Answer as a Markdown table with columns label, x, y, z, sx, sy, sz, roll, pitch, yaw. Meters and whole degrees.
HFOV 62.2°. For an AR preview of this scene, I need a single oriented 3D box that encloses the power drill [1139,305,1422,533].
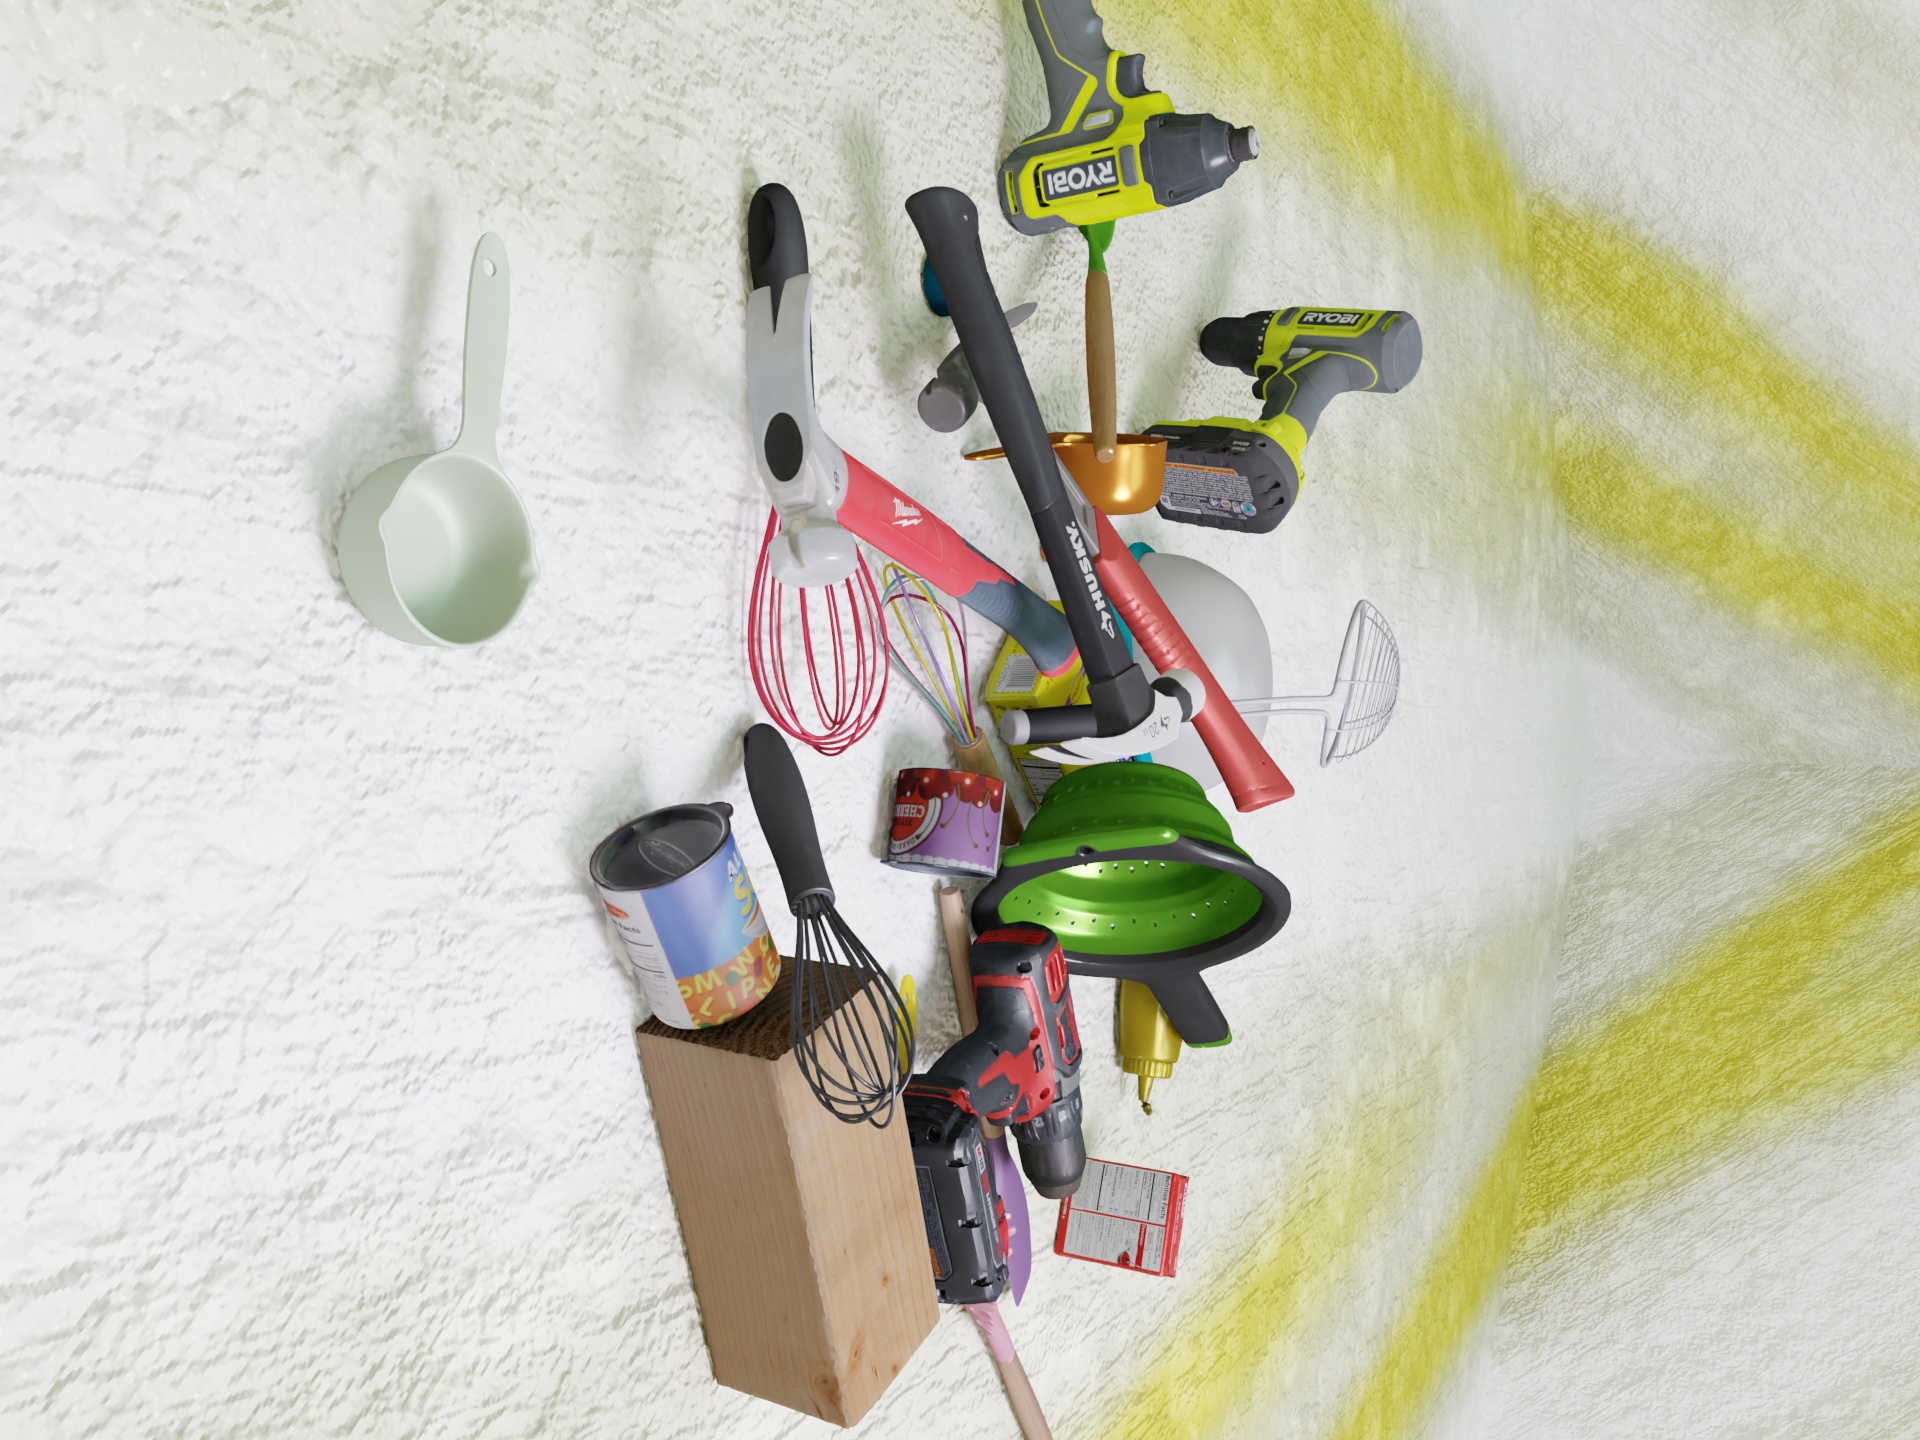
| label | x | y | z | sx | sy | sz | roll | pitch | yaw |
| --- | --- | --- | --- | --- | --- | --- | --- | --- | --- |
| power drill | 0.239 | -0.257 | 1.286 | 0.228 | 0.191 | 0.080 | -50 | 135 | -28 |

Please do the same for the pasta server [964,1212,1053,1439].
| label | x | y | z | sx | sy | sz | roll | pitch | yaw |
| --- | --- | --- | --- | --- | --- | --- | --- | --- | --- |
| pasta server | 0.044 | 0.450 | 1.090 | 0.060 | 0.040 | 0.316 | -68 | 147 | -51 |

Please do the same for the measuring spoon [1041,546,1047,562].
| label | x | y | z | sx | sy | sz | roll | pitch | yaw |
| --- | --- | --- | --- | --- | --- | --- | --- | --- | --- |
| measuring spoon | 0.088 | -0.110 | 1.167 | 0.116 | 0.011 | 0.021 | 28 | 67 | -58 |

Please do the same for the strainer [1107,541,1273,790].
| label | x | y | z | sx | sy | sz | roll | pitch | yaw |
| --- | --- | --- | --- | --- | --- | --- | --- | --- | --- |
| strainer | 0.168 | -0.059 | 1.171 | 0.340 | 0.095 | 0.211 | 43 | 44 | -62 |

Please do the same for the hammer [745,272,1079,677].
| label | x | y | z | sx | sy | sz | roll | pitch | yaw |
| --- | --- | --- | --- | --- | --- | --- | --- | --- | --- |
| hammer | -0.008 | -0.102 | 0.872 | 0.386 | 0.038 | 0.143 | 25 | 55 | -66 |

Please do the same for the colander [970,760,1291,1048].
| label | x | y | z | sx | sy | sz | roll | pitch | yaw |
| --- | --- | --- | --- | --- | --- | --- | --- | --- | --- |
| colander | 0.135 | 0.129 | 1.108 | 0.396 | 0.204 | 0.095 | 56 | 29 | -55 |

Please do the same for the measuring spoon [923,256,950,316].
| label | x | y | z | sx | sy | sz | roll | pitch | yaw |
| --- | --- | --- | --- | --- | --- | --- | --- | --- | --- |
| measuring spoon | 0.014 | -0.255 | 1.018 | 0.128 | 0.021 | 0.042 | 41 | 56 | -54 |

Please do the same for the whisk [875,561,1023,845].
| label | x | y | z | sx | sy | sz | roll | pitch | yaw |
| --- | --- | --- | --- | --- | --- | --- | --- | --- | --- |
| whisk | -0.001 | -0.002 | 0.986 | 0.051 | 0.047 | 0.244 | -65 | 147 | -37 |

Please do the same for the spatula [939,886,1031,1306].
| label | x | y | z | sx | sy | sz | roll | pitch | yaw |
| --- | --- | --- | --- | --- | --- | --- | --- | --- | --- |
| spatula | 0.019 | 0.251 | 1.056 | 0.060 | 0.018 | 0.315 | -55 | 138 | -61 |

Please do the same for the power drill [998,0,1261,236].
| label | x | y | z | sx | sy | sz | roll | pitch | yaw |
| --- | --- | --- | --- | --- | --- | --- | --- | --- | --- |
| power drill | 0.097 | -0.436 | 1.011 | 0.080 | 0.171 | 0.223 | -32 | 116 | -56 |

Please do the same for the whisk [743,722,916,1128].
| label | x | y | z | sx | sy | sz | roll | pitch | yaw |
| --- | --- | --- | --- | --- | --- | --- | --- | --- | --- |
| whisk | -0.070 | 0.088 | 0.754 | 0.055 | 0.055 | 0.239 | 53 | 10 | -48 |

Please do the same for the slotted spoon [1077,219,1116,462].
| label | x | y | z | sx | sy | sz | roll | pitch | yaw |
| --- | --- | --- | --- | --- | --- | --- | --- | --- | --- |
| slotted spoon | 0.091 | -0.282 | 1.067 | 0.070 | 0.031 | 0.314 | 57 | 26 | -45 |

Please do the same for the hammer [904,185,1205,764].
| label | x | y | z | sx | sy | sz | roll | pitch | yaw |
| --- | --- | --- | --- | --- | --- | --- | --- | --- | --- |
| hammer | 0.041 | -0.133 | 0.886 | 0.146 | 0.035 | 0.334 | -30 | 101 | -51 |

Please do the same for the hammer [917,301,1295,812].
| label | x | y | z | sx | sy | sz | roll | pitch | yaw |
| --- | --- | --- | --- | --- | --- | --- | --- | --- | --- |
| hammer | 0.107 | -0.091 | 1.007 | 0.359 | 0.036 | 0.149 | 54 | 37 | -15 |

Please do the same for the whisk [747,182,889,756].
| label | x | y | z | sx | sy | sz | roll | pitch | yaw |
| --- | --- | --- | --- | --- | --- | --- | --- | --- | --- |
| whisk | -0.083 | -0.128 | 0.821 | 0.073 | 0.073 | 0.296 | -10 | 95 | -60 |

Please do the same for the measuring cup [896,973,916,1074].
| label | x | y | z | sx | sy | sz | roll | pitch | yaw |
| --- | --- | --- | --- | --- | --- | --- | --- | --- | --- |
| measuring cup | -0.046 | 0.228 | 0.936 | 0.062 | 0.029 | 0.157 | 35 | 55 | -57 |

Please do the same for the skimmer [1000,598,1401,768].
| label | x | y | z | sx | sy | sz | roll | pitch | yaw |
| --- | --- | --- | --- | --- | --- | --- | --- | --- | --- |
| skimmer | 0.173 | -0.017 | 1.113 | 0.363 | 0.090 | 0.127 | -4 | 112 | -29 |

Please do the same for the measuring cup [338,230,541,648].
| label | x | y | z | sx | sy | sz | roll | pitch | yaw |
| --- | --- | --- | --- | --- | --- | --- | --- | --- | --- |
| measuring cup | -0.203 | -0.110 | 0.627 | 0.083 | 0.038 | 0.168 | 17 | 75 | -60 |

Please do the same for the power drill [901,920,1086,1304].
| label | x | y | z | sx | sy | sz | roll | pitch | yaw |
| --- | --- | --- | --- | --- | --- | --- | --- | --- | --- |
| power drill | 0.018 | 0.248 | 0.947 | 0.227 | 0.080 | 0.187 | -43 | 126 | -60 |

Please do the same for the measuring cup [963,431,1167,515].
| label | x | y | z | sx | sy | sz | roll | pitch | yaw |
| --- | --- | --- | --- | --- | --- | --- | --- | --- | --- |
| measuring cup | 0.067 | -0.163 | 1.078 | 0.173 | 0.095 | 0.052 | -15 | 112 | -40 |
